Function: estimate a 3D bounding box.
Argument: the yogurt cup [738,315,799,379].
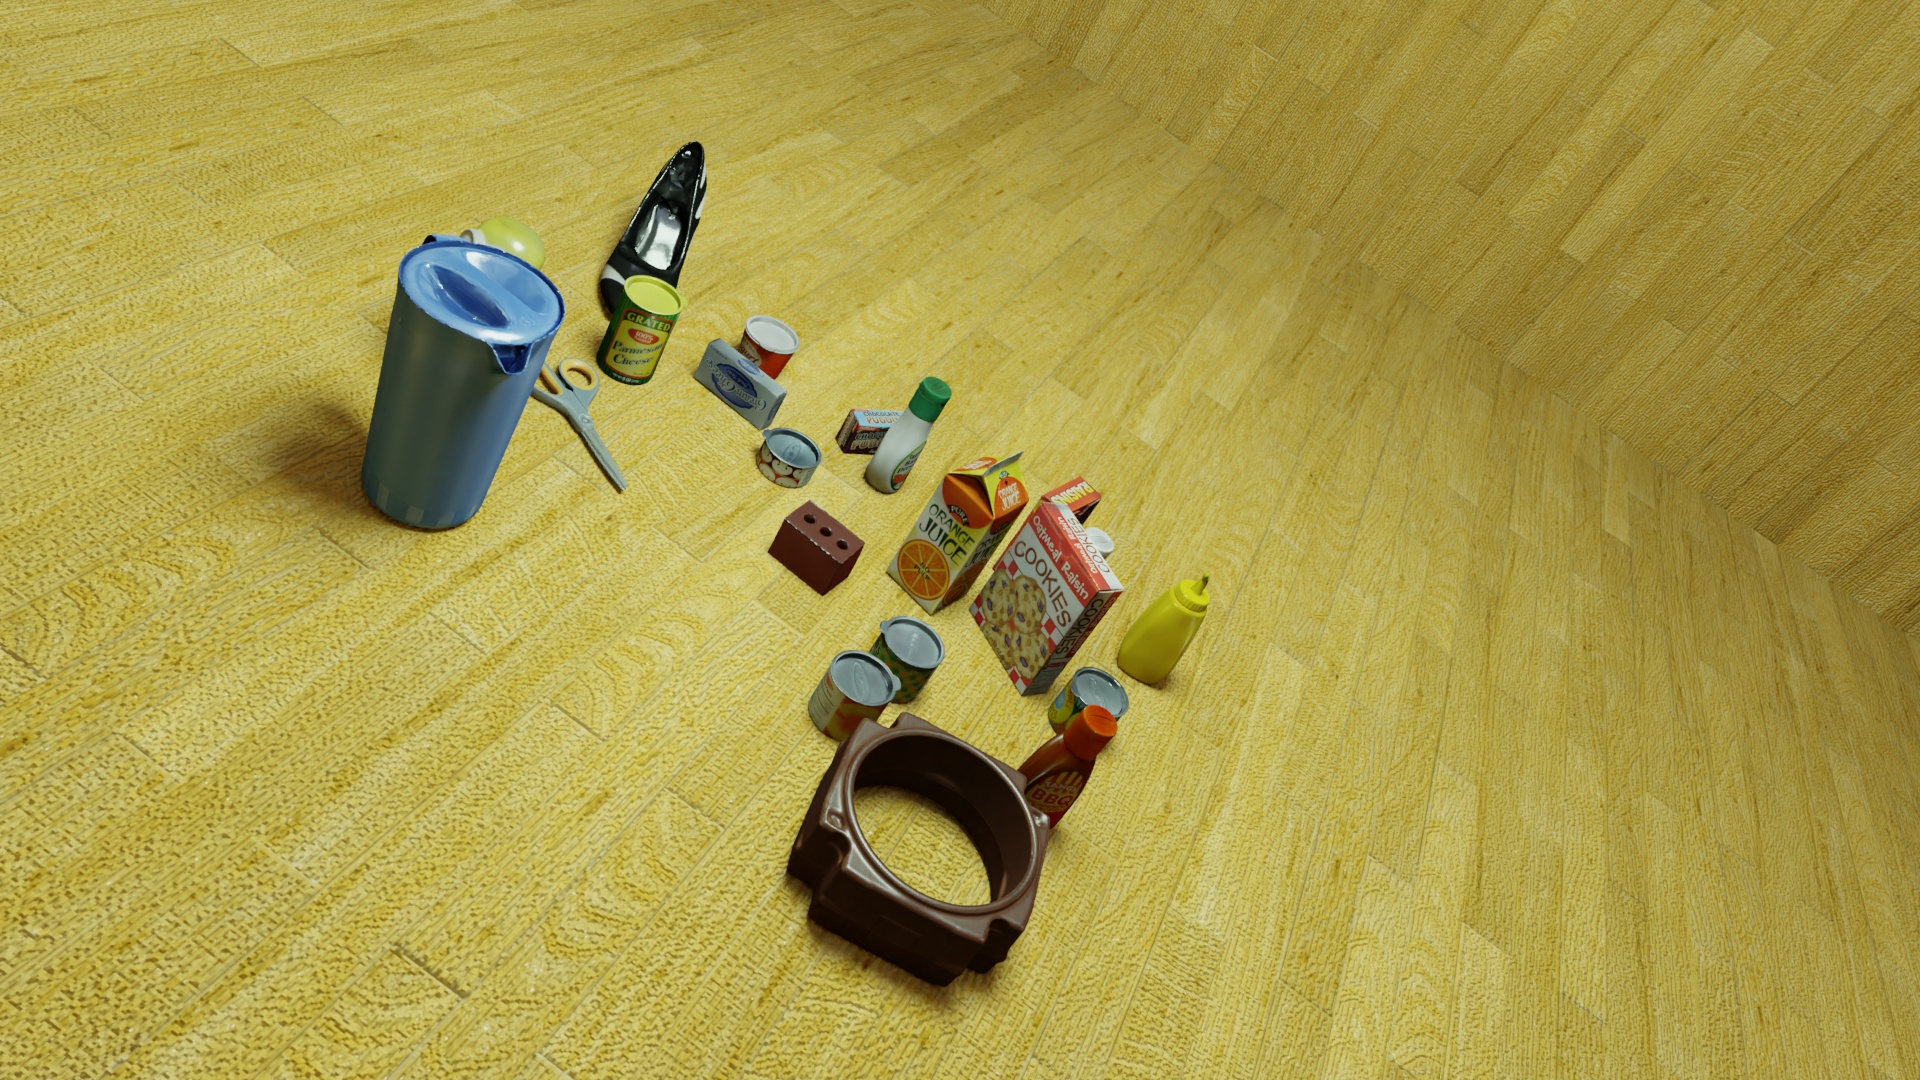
[{"bbox_3d":[-0.232,-0.226,1.648,0.072,0.053,0.073,21,37,-16],"label":"yogurt cup"}]

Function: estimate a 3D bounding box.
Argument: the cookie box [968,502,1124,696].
[{"bbox_3d":[0.086,0.061,1.449,0.040,0.166,0.123,-1,47,-39],"label":"cookie box"}]

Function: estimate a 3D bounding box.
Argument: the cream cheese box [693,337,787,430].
[{"bbox_3d":[-0.250,-0.177,1.575,0.104,0.053,0.024,38,35,8],"label":"cream cheese box"}]

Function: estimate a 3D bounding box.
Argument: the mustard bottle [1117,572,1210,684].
[{"bbox_3d":[0.235,0.090,1.536,0.065,0.159,0.049,31,35,-3],"label":"mustard bottle"}]

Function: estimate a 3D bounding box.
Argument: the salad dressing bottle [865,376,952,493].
[{"bbox_3d":[-0.058,-0.120,1.572,0.044,0.147,0.064,41,35,11],"label":"salad dressing bottle"}]

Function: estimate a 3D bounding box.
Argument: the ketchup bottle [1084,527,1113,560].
[{"bbox_3d":[0.113,0.048,1.501,0.065,0.148,0.044,5,43,-34],"label":"ketchup bottle"}]

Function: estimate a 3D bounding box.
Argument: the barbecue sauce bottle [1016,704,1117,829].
[{"bbox_3d":[0.093,0.211,1.290,0.065,0.147,0.044,16,38,-23],"label":"barbecue sauce bottle"}]

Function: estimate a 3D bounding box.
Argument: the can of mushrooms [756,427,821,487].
[{"bbox_3d":[-0.192,-0.093,1.535,0.071,0.033,0.071,21,37,-16],"label":"can of mushrooms"}]

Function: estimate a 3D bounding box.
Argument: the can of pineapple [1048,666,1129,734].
[{"bbox_3d":[0.131,0.174,1.443,0.071,0.057,0.071,21,37,-16],"label":"can of pineapple"}]

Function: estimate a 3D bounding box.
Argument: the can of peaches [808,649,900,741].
[{"bbox_3d":[-0.100,0.146,1.297,0.071,0.057,0.071,21,37,-16],"label":"can of peaches"}]

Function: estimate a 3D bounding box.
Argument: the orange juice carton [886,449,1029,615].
[{"bbox_3d":[0.005,-0.018,1.460,0.073,0.191,0.072,44,36,15],"label":"orange juice carton"}]

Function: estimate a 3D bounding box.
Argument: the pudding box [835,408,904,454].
[{"bbox_3d":[-0.099,-0.128,1.635,0.084,0.049,0.030,1,46,-38],"label":"pudding box"}]

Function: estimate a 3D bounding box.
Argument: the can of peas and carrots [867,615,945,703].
[{"bbox_3d":[-0.059,0.116,1.364,0.071,0.058,0.071,21,37,-16],"label":"can of peas and carrots"}]

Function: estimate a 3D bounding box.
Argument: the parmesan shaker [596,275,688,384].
[{"bbox_3d":[-0.348,-0.228,1.516,0.071,0.102,0.072,21,36,-16],"label":"parmesan shaker"}]

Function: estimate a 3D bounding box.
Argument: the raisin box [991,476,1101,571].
[{"bbox_3d":[0.099,-0.009,1.582,0.040,0.122,0.086,44,36,16],"label":"raisin box"}]
